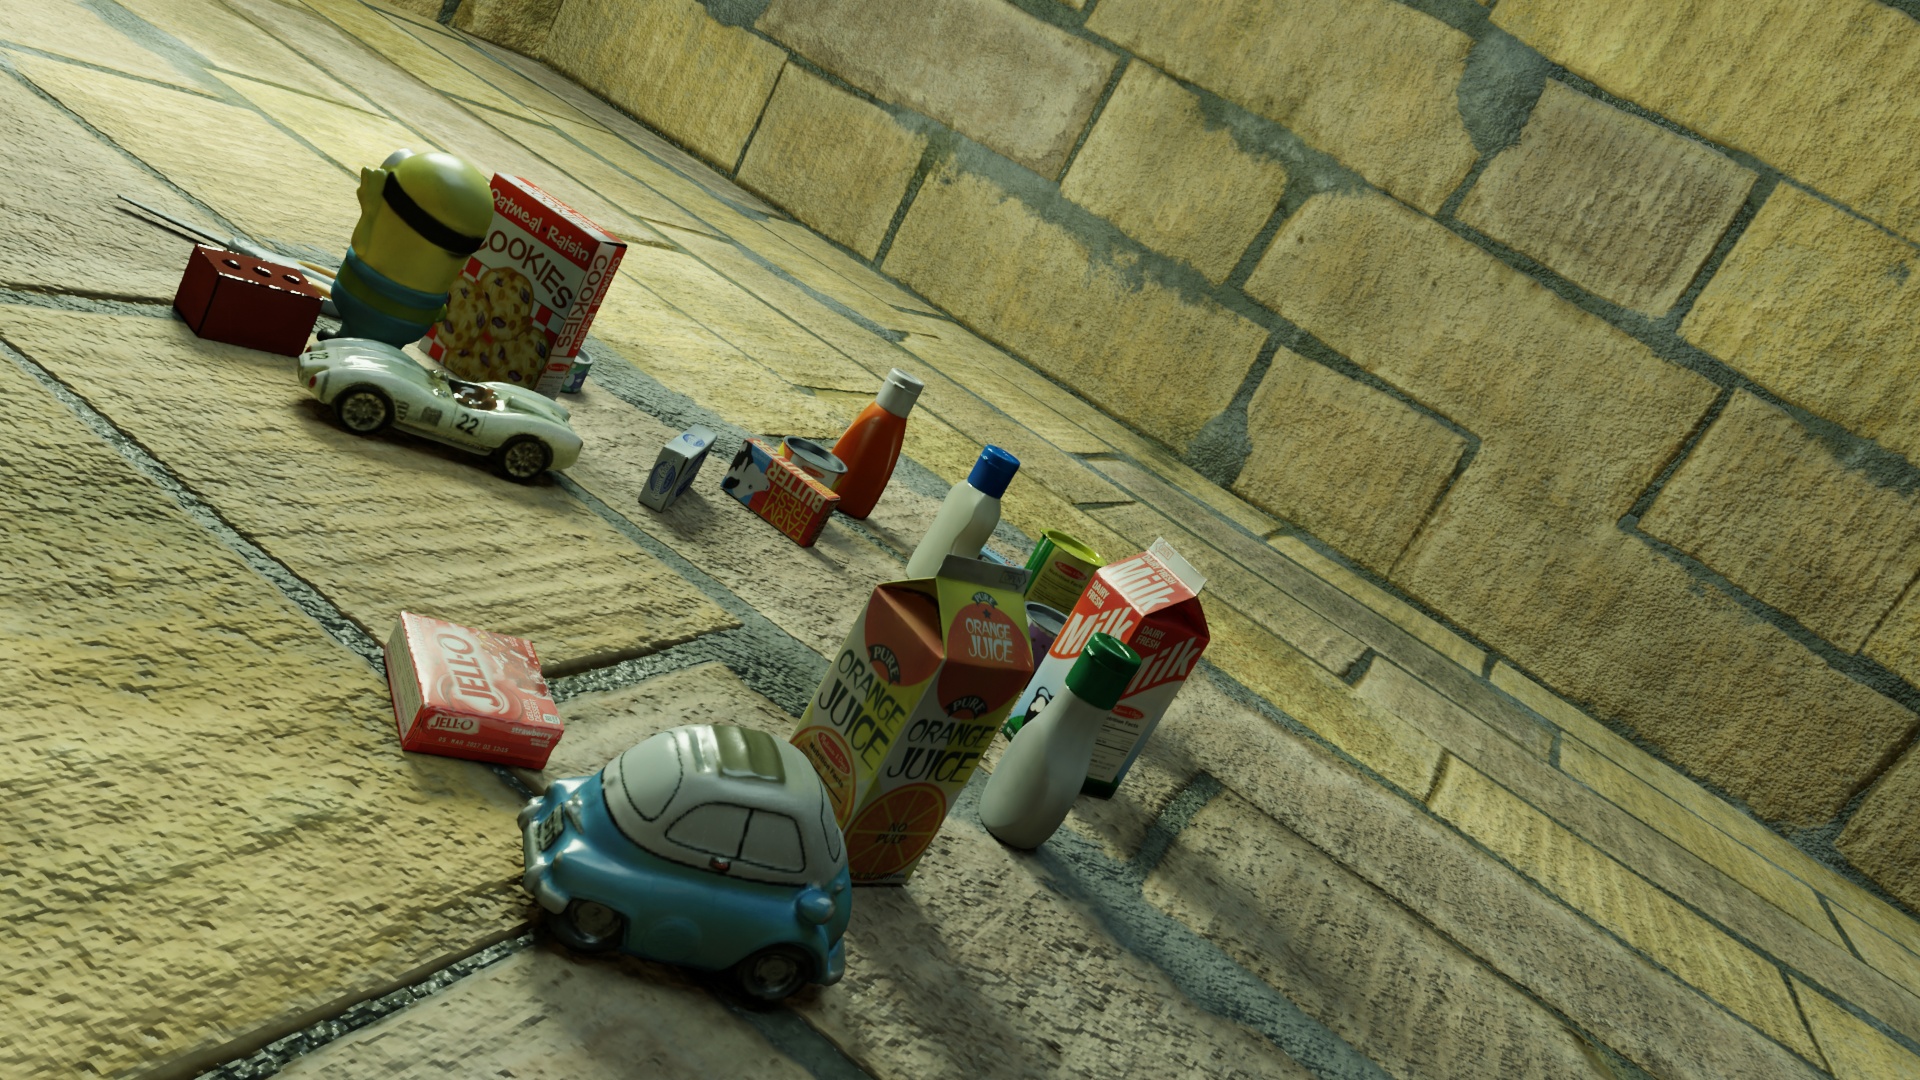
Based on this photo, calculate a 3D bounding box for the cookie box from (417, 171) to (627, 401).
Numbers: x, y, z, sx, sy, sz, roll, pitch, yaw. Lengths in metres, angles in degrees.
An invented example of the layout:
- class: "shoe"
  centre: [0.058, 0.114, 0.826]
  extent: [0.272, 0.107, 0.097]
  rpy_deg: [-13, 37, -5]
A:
- class: "cookie box"
  centre: [-0.366, -0.204, 1.159]
  extent: [0.123, 0.167, 0.040]
  rpy_deg: [34, 15, 16]

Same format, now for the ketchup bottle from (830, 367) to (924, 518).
- class: "ketchup bottle"
  centre: [-0.086, -0.098, 1.373]
  extent: [0.065, 0.148, 0.043]
  rpy_deg: [31, 14, 5]

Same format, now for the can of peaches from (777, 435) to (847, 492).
- class: "can of peaches"
  centre: [-0.148, -0.057, 1.300]
  extent: [0.071, 0.058, 0.071]
  rpy_deg: [28, 15, -8]

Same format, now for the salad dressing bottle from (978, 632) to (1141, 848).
- class: "salad dressing bottle"
  centre: [0.066, 0.130, 0.904]
  extent: [0.044, 0.147, 0.064]
  rpy_deg: [21, 17, -31]

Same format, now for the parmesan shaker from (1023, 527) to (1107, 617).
- class: "parmesan shaker"
  centre: [0.080, 0.048, 1.289]
  extent: [0.071, 0.102, 0.071]
  rpy_deg: [28, 14, -8]

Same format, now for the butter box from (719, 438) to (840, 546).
- class: "butter box"
  centre: [-0.161, -0.043, 1.237]
  extent: [0.103, 0.053, 0.024]
  rpy_deg: [35, 15, 19]

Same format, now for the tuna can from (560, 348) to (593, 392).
- class: "tuna can"
  centre: [-0.375, -0.166, 1.283]
  extent: [0.071, 0.032, 0.071]
  rpy_deg: [28, 15, -8]

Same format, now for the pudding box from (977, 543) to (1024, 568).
- class: "pudding box"
  centre: [0.019, 0.029, 1.342]
  extent: [0.084, 0.049, 0.030]
  rpy_deg: [33, 15, 11]

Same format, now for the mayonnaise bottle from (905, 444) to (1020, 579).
- class: "mayonnaise bottle"
  centre: [0.005, -0.016, 1.272]
  extent: [0.041, 0.147, 0.065]
  rpy_deg: [19, 18, -38]

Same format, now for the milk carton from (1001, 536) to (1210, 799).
- class: "milk carton"
  centre: [0.118, 0.092, 1.041]
  extent: [0.073, 0.190, 0.072]
  rpy_deg: [20, 17, -34]

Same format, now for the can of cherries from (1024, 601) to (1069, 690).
- class: "can of cherries"
  centre: [0.072, 0.096, 1.204]
  extent: [0.071, 0.058, 0.072]
  rpy_deg: [28, 15, -8]

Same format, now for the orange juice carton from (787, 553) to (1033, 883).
- class: "orange juice carton"
  centre: [-0.029, 0.092, 0.763]
  extent: [0.072, 0.192, 0.073]
  rpy_deg: [15, 20, -45]

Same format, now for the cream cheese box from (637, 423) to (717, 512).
- class: "cream cheese box"
  centre: [-0.235, -0.062, 1.159]
  extent: [0.024, 0.053, 0.104]
  rpy_deg: [29, 15, -4]
